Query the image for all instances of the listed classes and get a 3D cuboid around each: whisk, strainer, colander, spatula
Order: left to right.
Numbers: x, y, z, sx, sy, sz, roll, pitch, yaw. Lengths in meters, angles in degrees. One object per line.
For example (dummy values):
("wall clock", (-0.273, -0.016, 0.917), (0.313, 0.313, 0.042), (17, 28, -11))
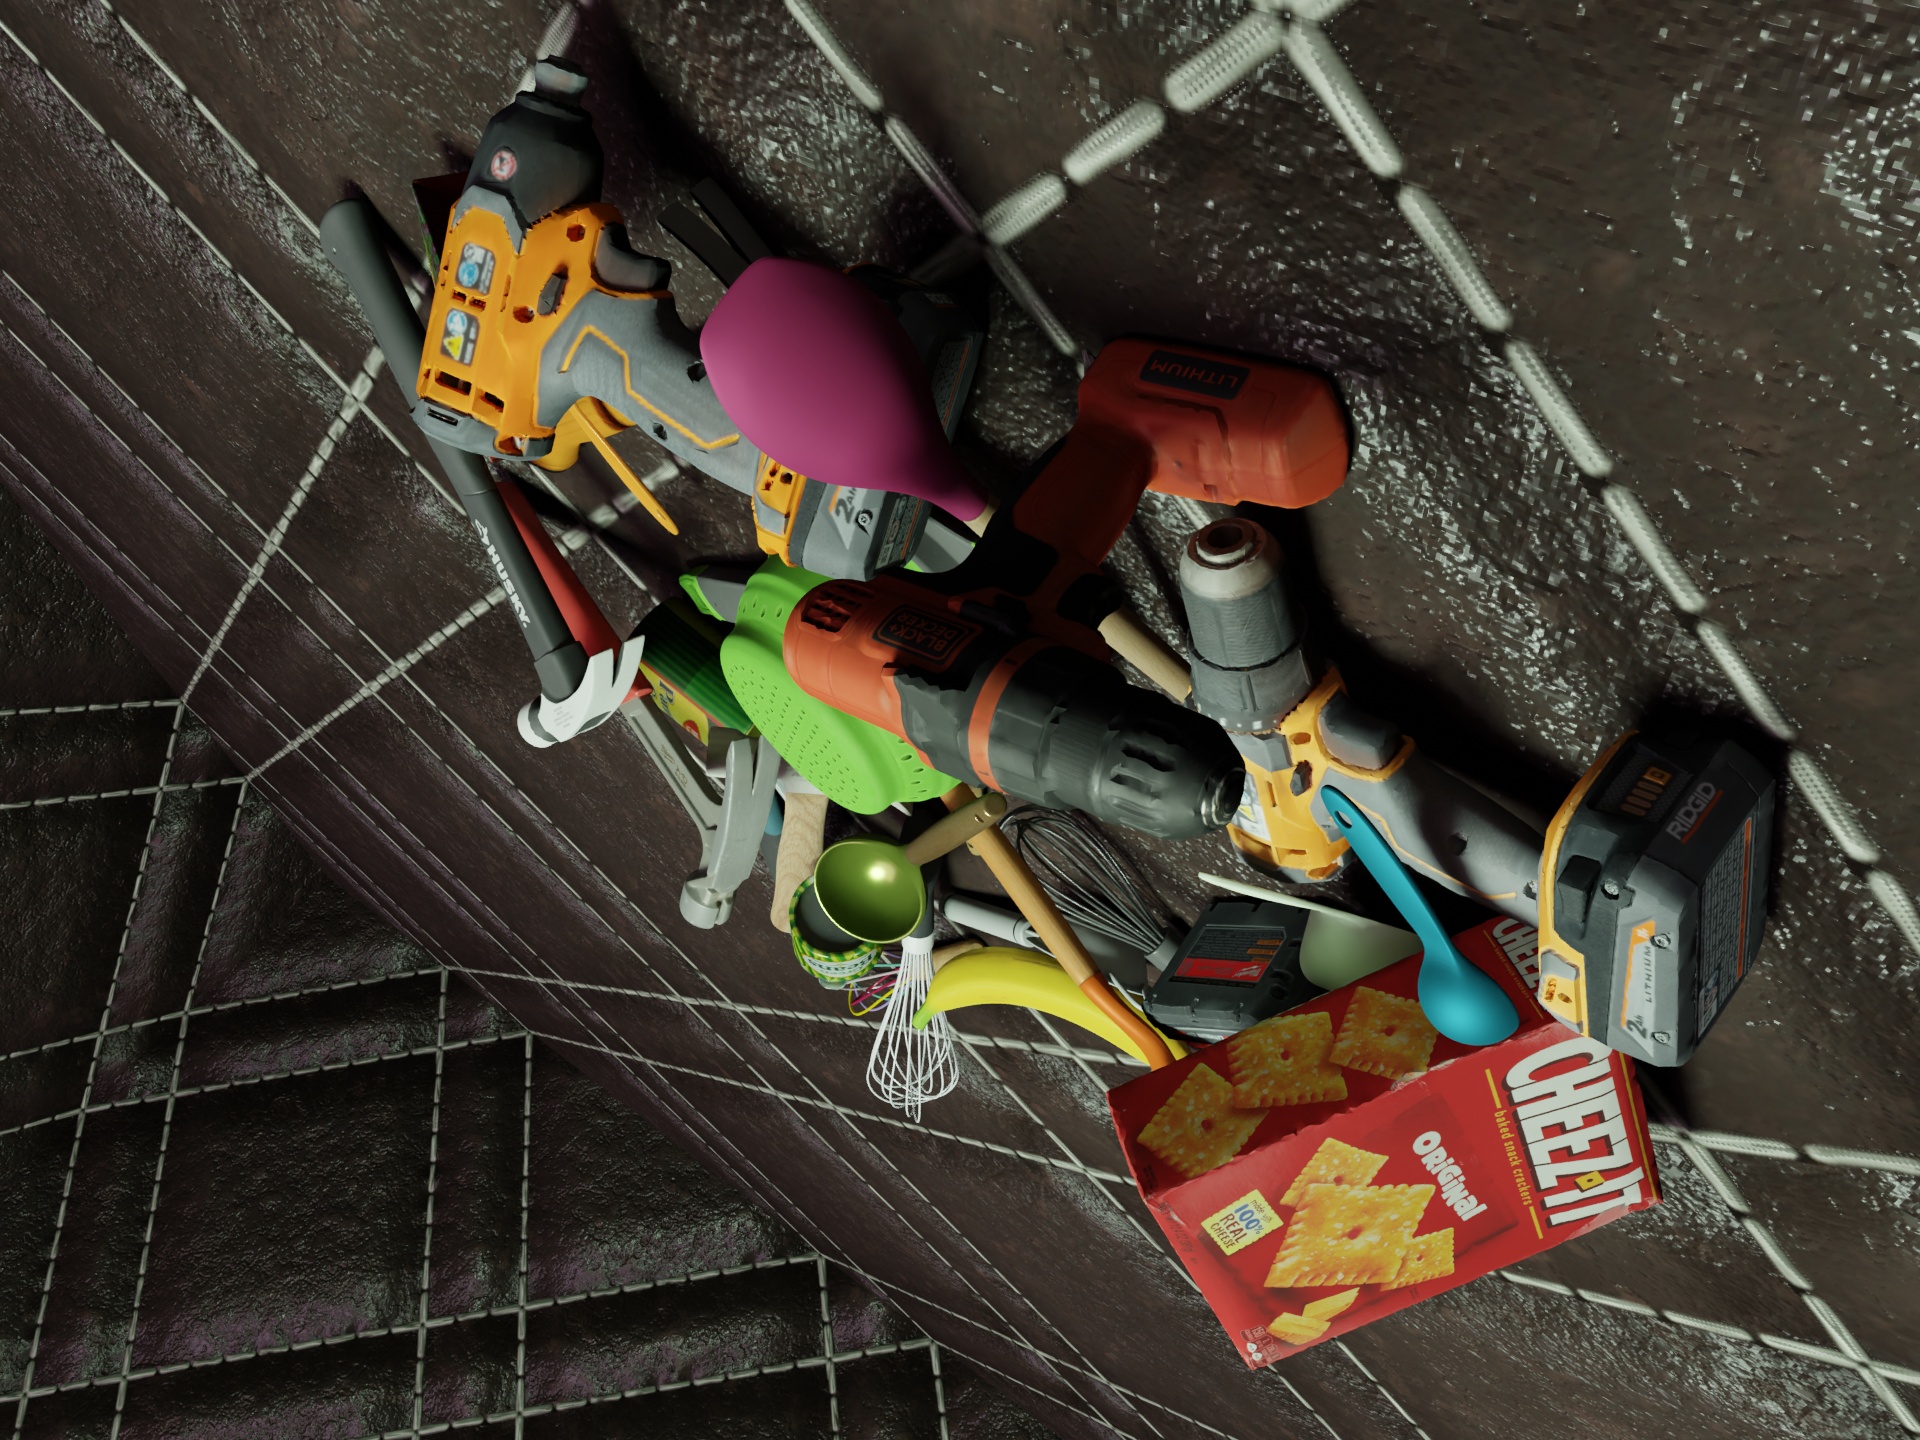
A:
("colander", (-0.090, -0.033, 0.836), (0.397, 0.094, 0.204), (14, 143, 58))
("whisk", (-0.040, 0.202, 1.263), (0.051, 0.047, 0.245), (46, 151, -8))
("whisk", (-0.030, 0.177, 1.121), (0.070, 0.070, 0.284), (26, 132, 29))
("strainer", (0.048, 0.136, 1.033), (0.086, 0.050, 0.258), (24, 172, -31))
("spatula", (0.049, 0.126, 0.870), (0.323, 0.041, 0.081), (54, 161, 19))
("whisk", (0.114, 0.133, 0.928), (0.239, 0.055, 0.055), (40, 155, -6))

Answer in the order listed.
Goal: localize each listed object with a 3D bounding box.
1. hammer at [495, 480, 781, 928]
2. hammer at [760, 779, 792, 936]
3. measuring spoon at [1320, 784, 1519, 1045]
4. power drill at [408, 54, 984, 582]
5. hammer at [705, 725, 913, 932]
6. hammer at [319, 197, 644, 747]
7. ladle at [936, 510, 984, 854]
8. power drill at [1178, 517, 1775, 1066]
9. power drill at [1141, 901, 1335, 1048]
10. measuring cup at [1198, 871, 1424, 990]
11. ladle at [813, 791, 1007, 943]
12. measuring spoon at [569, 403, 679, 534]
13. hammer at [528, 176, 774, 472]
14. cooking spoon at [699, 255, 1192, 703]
("hammer", (-0.219, -0.045, 0.992), (0.359, 0.036, 0.149), (50, 137, 33))
("hammer", (-0.145, 0.086, 1.235), (0.128, 0.033, 0.330), (30, 153, 25))
("measuring spoon", (0.167, 0.078, 0.604), (0.128, 0.021, 0.042), (53, 161, -15))
("power drill", (-0.111, -0.163, 0.651), (0.226, 0.084, 0.164), (22, 110, 12))
("hammer", (-0.108, 0.086, 1.104), (0.130, 0.031, 0.331), (5, 155, -6))
("hammer", (-0.288, -0.148, 0.938), (0.146, 0.035, 0.335), (-20, 96, 53))
("ladle", (-0.001, -0.003, 0.897), (0.069, 0.031, 0.315), (34, 156, 24))
("power drill", (0.182, 0.019, 0.611), (0.226, 0.084, 0.185), (26, 151, 40))
("power drill", (0.214, 0.197, 0.857), (0.219, 0.078, 0.143), (46, 155, -18))
("measuring cup", (0.163, 0.103, 0.726), (0.167, 0.038, 0.083), (20, 175, -35))
("ladle", (-0.028, 0.082, 0.911), (0.078, 0.062, 0.320), (43, 162, -2))
("measuring spoon", (-0.187, -0.146, 0.872), (0.021, 0.011, 0.116), (23, 156, 49))
("hammer", (-0.173, -0.181, 0.841), (0.127, 0.034, 0.337), (52, 153, -23))
("cooking spoon", (0.022, -0.072, 0.634), (0.318, 0.069, 0.017), (35, -175, -40))
